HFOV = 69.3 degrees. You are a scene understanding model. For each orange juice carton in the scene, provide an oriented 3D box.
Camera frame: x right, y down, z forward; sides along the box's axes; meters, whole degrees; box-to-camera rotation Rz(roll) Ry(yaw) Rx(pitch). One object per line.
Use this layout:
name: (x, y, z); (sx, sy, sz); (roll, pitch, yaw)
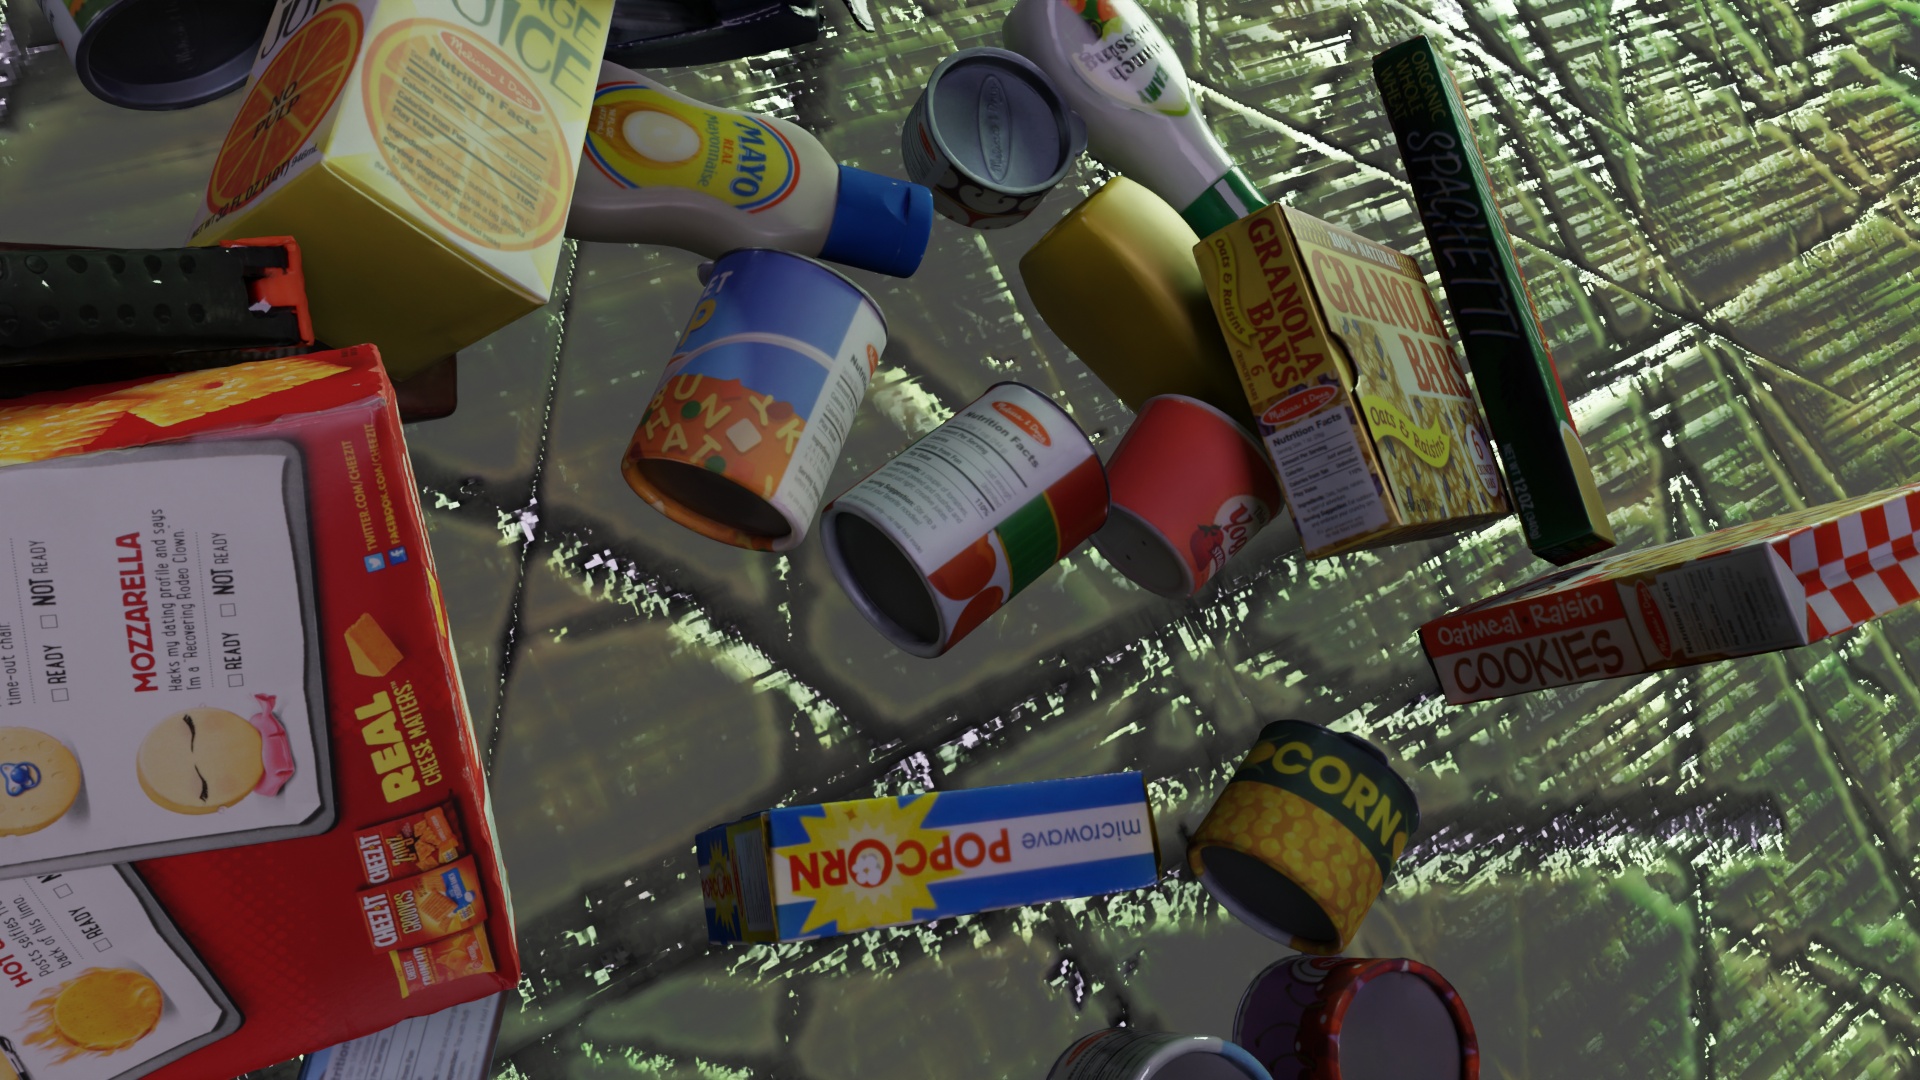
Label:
orange juice carton: (-0.162, -0.154, 0.430); (0.073, 0.071, 0.193); (35, 47, -45)

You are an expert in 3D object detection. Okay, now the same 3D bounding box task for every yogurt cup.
yogurt cup: (0.082, -0.015, 0.533); (0.072, 0.072, 0.054); (43, 71, -6)

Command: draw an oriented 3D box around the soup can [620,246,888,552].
soup can: (-0.072, -0.048, 0.475); (0.071, 0.071, 0.084); (26, 66, -14)

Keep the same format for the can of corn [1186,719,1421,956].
can of corn: (0.126, 0.108, 0.509); (0.071, 0.071, 0.058); (44, 64, -6)

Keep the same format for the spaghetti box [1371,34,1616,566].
spaghetti box: (0.239, -0.112, 0.629); (0.050, 0.028, 0.250); (13, 61, -54)

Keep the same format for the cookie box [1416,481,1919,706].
cookie box: (0.287, 0.022, 0.551); (0.123, 0.167, 0.040); (-14, 83, -27)

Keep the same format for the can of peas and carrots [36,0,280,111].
can of peas and carrots: (-0.253, -0.180, 0.436); (0.071, 0.070, 0.059); (-30, 87, -28)

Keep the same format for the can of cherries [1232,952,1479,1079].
can of cherries: (0.142, 0.181, 0.500); (0.071, 0.058, 0.071); (7, 72, -21)

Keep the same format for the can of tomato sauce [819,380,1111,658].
can of tomato sauce: (0.002, -0.006, 0.495); (0.083, 0.071, 0.071); (-37, 91, -27)

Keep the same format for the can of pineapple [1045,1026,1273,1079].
can of pineapple: (0.068, 0.200, 0.463); (0.071, 0.057, 0.071); (7, 72, -22)

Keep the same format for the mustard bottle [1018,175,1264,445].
mustard bottle: (0.095, -0.069, 0.557); (0.160, 0.065, 0.049); (47, 56, -11)

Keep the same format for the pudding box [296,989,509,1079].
pudding box: (-0.162, 0.159, 0.391); (0.050, 0.030, 0.084); (16, 69, -19)

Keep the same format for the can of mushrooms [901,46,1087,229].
can of mushrooms: (0.013, -0.162, 0.565); (0.071, 0.033, 0.071); (7, 71, -21)

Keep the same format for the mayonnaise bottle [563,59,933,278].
mayonnaise bottle: (-0.085, -0.130, 0.508); (0.148, 0.041, 0.065); (10, 67, -20)

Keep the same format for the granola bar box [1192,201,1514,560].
granola bar box: (0.162, -0.060, 0.552); (0.166, 0.039, 0.124); (-5, 74, -56)

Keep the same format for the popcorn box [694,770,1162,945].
popcorn box: (-0.012, 0.101, 0.443); (0.127, 0.085, 0.038); (-1, 76, -24)

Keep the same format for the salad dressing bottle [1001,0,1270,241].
salad dressing bottle: (0.081, -0.176, 0.592); (0.147, 0.044, 0.064); (49, 60, -3)
